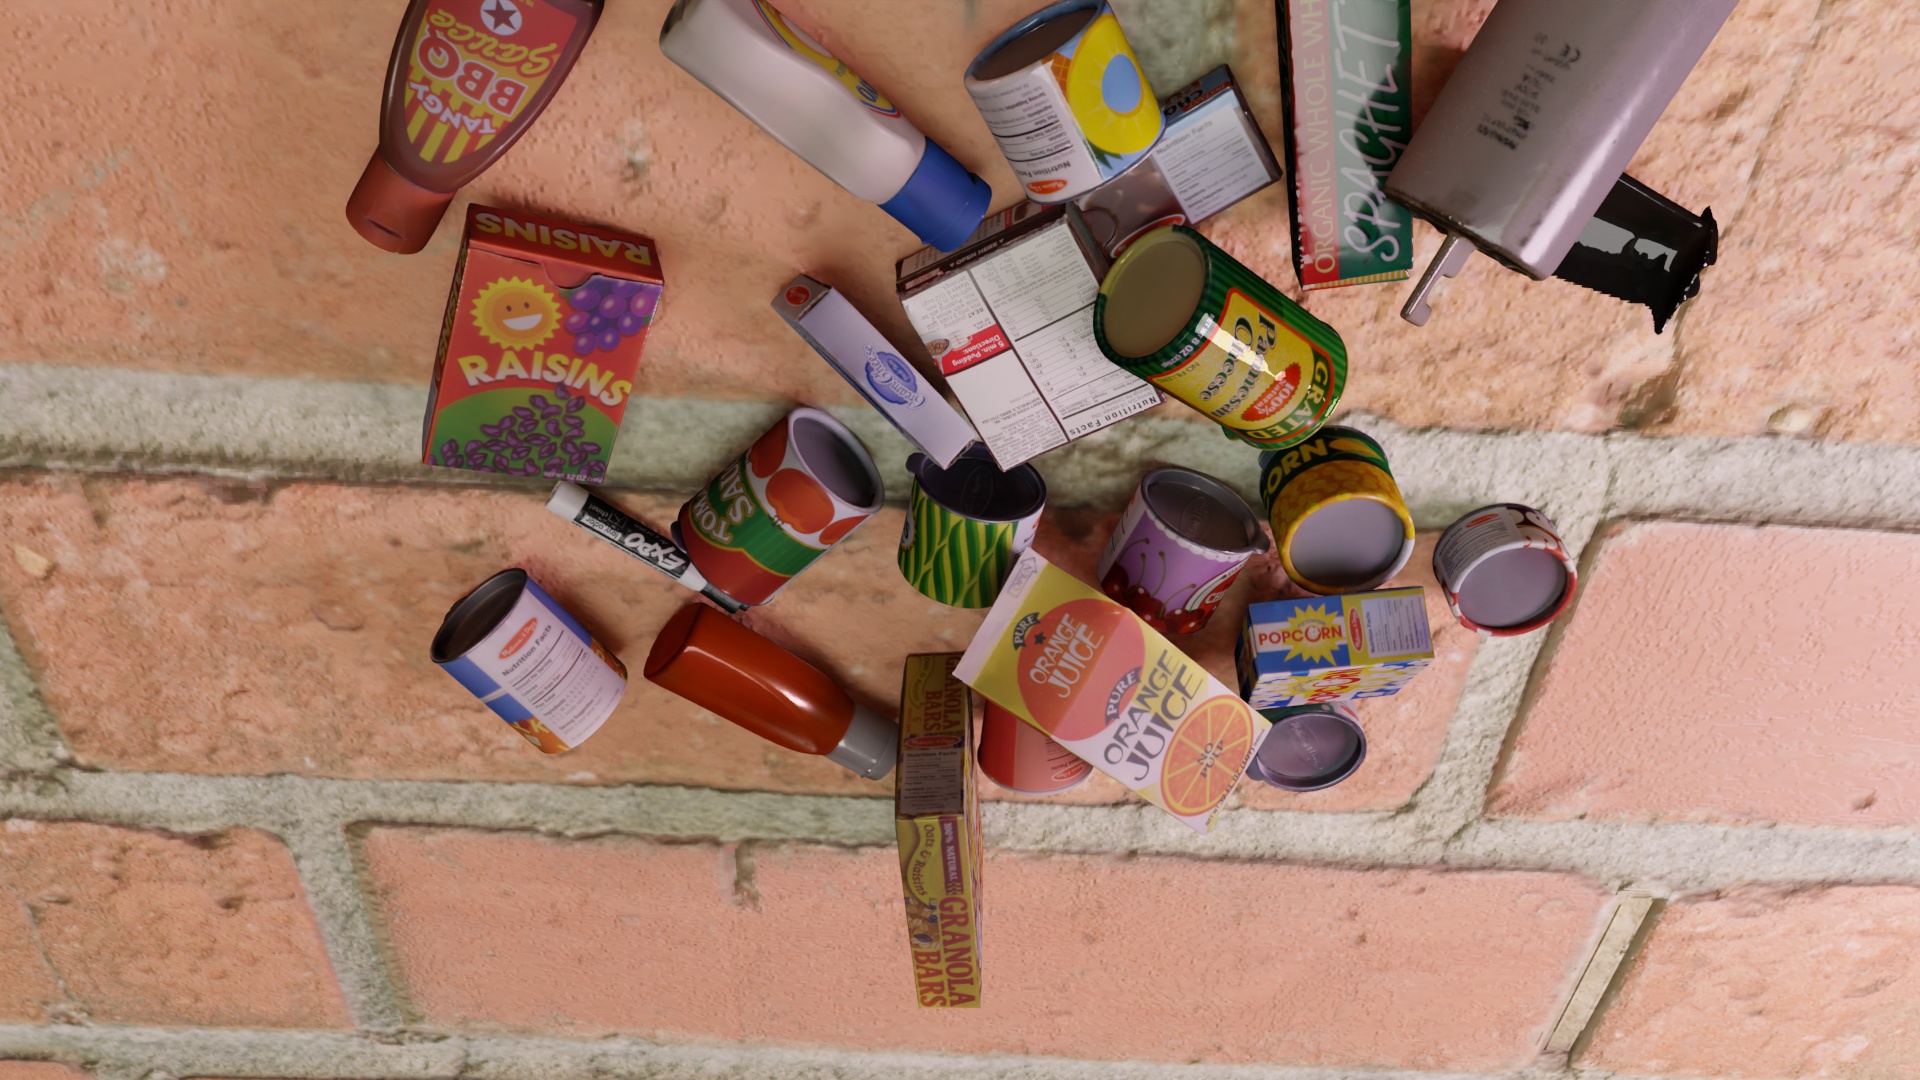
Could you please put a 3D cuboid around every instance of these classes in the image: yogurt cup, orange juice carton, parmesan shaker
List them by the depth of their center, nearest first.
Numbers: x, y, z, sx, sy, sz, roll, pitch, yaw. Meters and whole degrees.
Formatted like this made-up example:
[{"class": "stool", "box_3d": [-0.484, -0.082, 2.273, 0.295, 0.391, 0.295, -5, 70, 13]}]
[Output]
[{"class": "parmesan shaker", "box_3d": [0.114, -0.086, 0.618, 0.103, 0.071, 0.071, 22, 127, -39]}, {"class": "orange juice carton", "box_3d": [0.072, 0.075, 0.706, 0.192, 0.073, 0.072, 37, 82, -41]}, {"class": "yogurt cup", "box_3d": [0.043, 0.102, 0.783, 0.072, 0.073, 0.053, -1, 119, 1]}]

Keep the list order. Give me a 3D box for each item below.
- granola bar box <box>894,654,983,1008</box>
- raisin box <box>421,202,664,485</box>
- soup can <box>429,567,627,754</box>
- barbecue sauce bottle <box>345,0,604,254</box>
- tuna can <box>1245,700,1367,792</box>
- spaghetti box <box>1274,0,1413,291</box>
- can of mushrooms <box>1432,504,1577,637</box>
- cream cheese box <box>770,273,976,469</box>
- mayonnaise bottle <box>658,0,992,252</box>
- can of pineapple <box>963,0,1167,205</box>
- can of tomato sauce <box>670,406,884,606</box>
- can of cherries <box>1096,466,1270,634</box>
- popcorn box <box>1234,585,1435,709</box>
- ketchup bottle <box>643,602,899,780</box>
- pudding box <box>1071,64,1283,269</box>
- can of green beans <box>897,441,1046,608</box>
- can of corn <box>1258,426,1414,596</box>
[{"class": "granola bar box", "box_3d": [-0.010, 0.166, 0.792, 0.039, 0.125, 0.164, -2, 127, 3]}, {"class": "raisin box", "box_3d": [-0.196, -0.087, 0.644, 0.086, 0.040, 0.122, 8, 129, -27]}, {"class": "soup can", "box_3d": [-0.235, 0.066, 0.760, 0.071, 0.072, 0.083, -27, 123, 19]}, {"class": "barbecue sauce bottle", "box_3d": [-0.211, -0.185, 0.582, 0.065, 0.044, 0.148, 29, 123, -26]}, {"class": "tuna can", "box_3d": [0.197, 0.113, 0.807, 0.071, 0.033, 0.070, 0, 127, 1]}, {"class": "spaghetti box", "box_3d": [0.150, -0.219, 0.551, 0.050, 0.029, 0.248, -8, 123, 8]}, {"class": "can of mushrooms", "box_3d": [0.289, 0.018, 0.734, 0.071, 0.034, 0.070, 0, 126, 0]}, {"class": "cream cheese box", "box_3d": [-0.041, -0.080, 0.651, 0.024, 0.053, 0.103, -46, 117, -1]}, {"class": "mayonnaise bottle", "box_3d": [-0.053, -0.176, 0.577, 0.148, 0.065, 0.041, 32, 113, -26]}, {"class": "can of pineapple", "box_3d": [0.044, -0.182, 0.569, 0.071, 0.071, 0.057, -24, 123, 18]}, {"class": "can of tomato sauce", "box_3d": [-0.091, -0.018, 0.692, 0.083, 0.071, 0.071, -38, 118, 25]}, {"class": "can of cherries", "box_3d": [0.112, 0.007, 0.706, 0.071, 0.072, 0.058, 17, 126, -12]}, {"class": "popcorn box", "box_3d": [0.190, 0.059, 0.722, 0.085, 0.038, 0.126, -6, 164, 6]}, {"class": "ketchup bottle", "box_3d": [-0.101, 0.090, 0.785, 0.148, 0.044, 0.064, 32, 142, -22]}, {"class": "pudding box", "box_3d": [0.090, -0.162, 0.604, 0.083, 0.030, 0.049, -27, 123, 20]}, {"class": "can of green beans", "box_3d": [0.005, -0.008, 0.698, 0.071, 0.071, 0.057, 10, 127, -6]}, {"class": "can of corn", "box_3d": [0.186, -0.015, 0.695, 0.071, 0.058, 0.070, 0, 127, 0]}]
